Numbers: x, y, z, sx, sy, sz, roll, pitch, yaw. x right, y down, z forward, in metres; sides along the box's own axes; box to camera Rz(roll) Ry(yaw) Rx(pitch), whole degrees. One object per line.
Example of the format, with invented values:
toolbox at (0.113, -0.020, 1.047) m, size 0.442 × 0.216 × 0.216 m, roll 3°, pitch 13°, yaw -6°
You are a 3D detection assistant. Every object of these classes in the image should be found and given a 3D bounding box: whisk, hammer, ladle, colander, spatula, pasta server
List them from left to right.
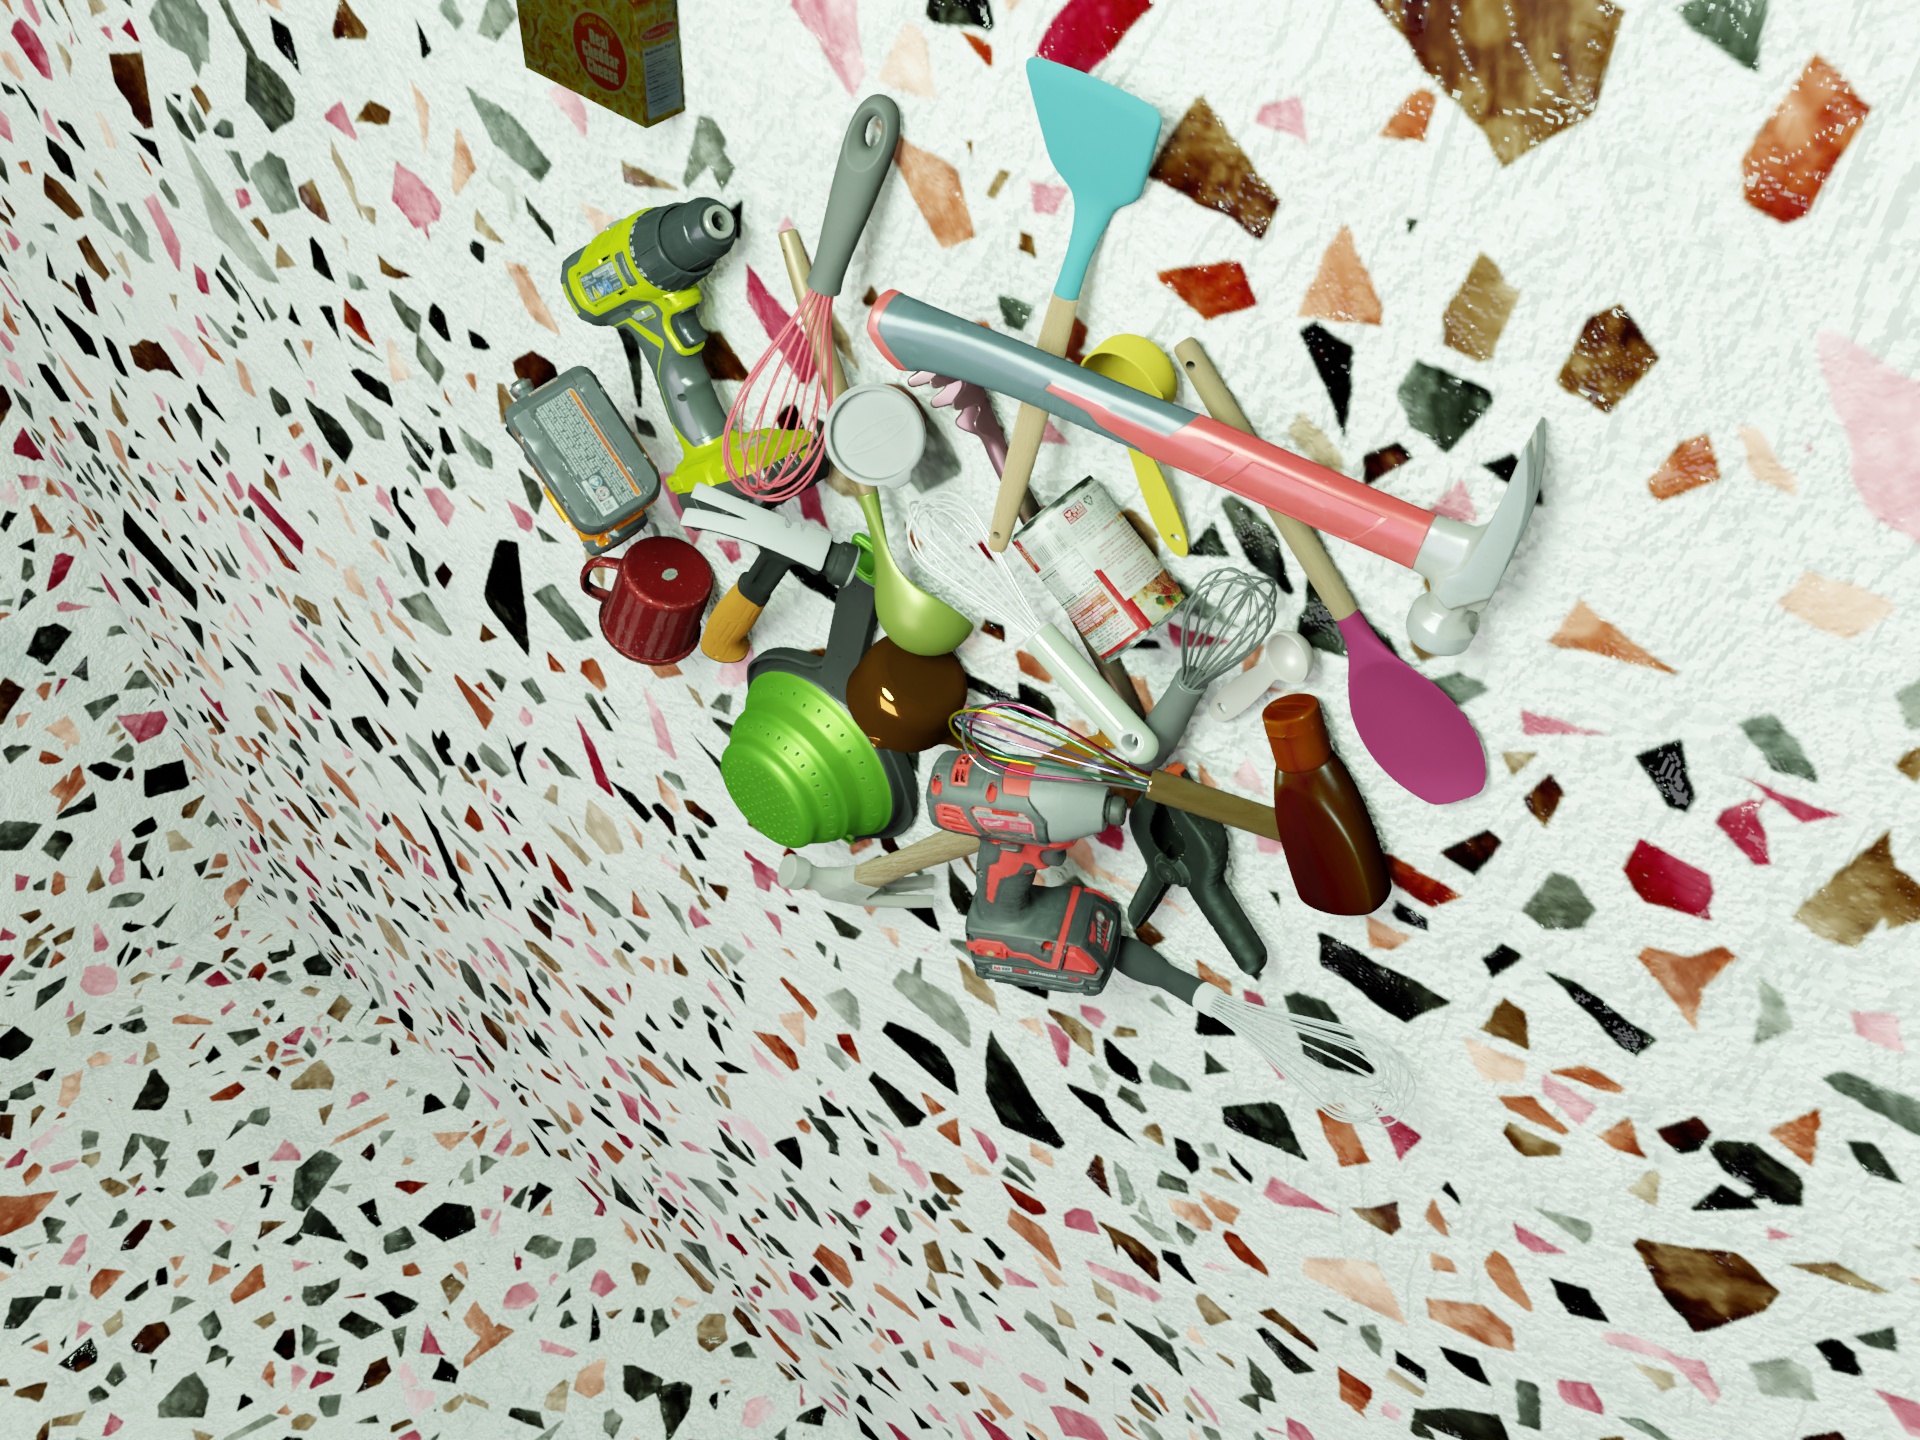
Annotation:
hammer at (-0.177, -0.101, 1.271) m, size 0.127 × 0.034 × 0.337 m, roll 21°, pitch 164°, yaw -12°
colander at (-0.127, -0.002, 1.333) m, size 0.204 × 0.094 × 0.396 m, roll 40°, pitch 146°, yaw 15°
whisk at (-0.094, -0.264, 1.033) m, size 0.073 × 0.073 × 0.295 m, roll 38°, pitch 130°, yaw 17°
ladle at (-0.063, -0.192, 1.130) m, size 0.078 × 0.062 × 0.320 m, roll 18°, pitch 130°, yaw 58°
hammer at (-0.011, 0.105, 1.319) m, size 0.130 × 0.031 × 0.331 m, roll 19°, pitch 152°, yaw -33°
pasta server at (0.045, -0.124, 1.062) m, size 0.316 × 0.040 × 0.060 m, roll 60°, pitch 172°, yaw -19°
whisk at (0.048, -0.064, 1.084) m, size 0.246 × 0.059 × 0.057 m, roll 48°, pitch 115°, yaw 12°
spatula at (0.049, -0.223, 0.931) m, size 0.082 × 0.044 × 0.317 m, roll 30°, pitch 133°, yaw 17°
whisk at (0.108, 0.037, 1.087) m, size 0.245 × 0.051 × 0.047 m, roll 18°, pitch 117°, yaw 7°
hammer at (0.120, -0.169, 0.875) m, size 0.386 × 0.038 × 0.143 m, roll 27°, pitch 140°, yaw 16°
whisk at (0.148, -0.024, 1.034) m, size 0.055 × 0.055 × 0.238 m, roll 41°, pitch 150°, yaw 13°
whisk at (0.212, 0.224, 1.196) m, size 0.285 × 0.070 × 0.070 m, roll 24°, pitch 139°, yaw 41°

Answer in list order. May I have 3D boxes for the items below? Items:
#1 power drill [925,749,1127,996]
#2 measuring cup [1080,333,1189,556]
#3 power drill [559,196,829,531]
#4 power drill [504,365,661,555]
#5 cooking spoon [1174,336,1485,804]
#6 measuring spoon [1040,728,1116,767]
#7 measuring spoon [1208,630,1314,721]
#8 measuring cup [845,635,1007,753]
power drill at (0.060, 0.111, 1.193) m, size 0.143 × 0.079 × 0.219 m, roll 6°, pitch 138°, yaw 17°
measuring cup at (0.117, -0.165, 0.958) m, size 0.062 × 0.029 × 0.156 m, roll 16°, pitch 146°, yaw 40°
power drill at (-0.188, -0.263, 1.165) m, size 0.191 × 0.080 × 0.228 m, roll -2°, pitch 119°, yaw 51°
power drill at (-0.320, -0.222, 1.310) m, size 0.164 × 0.084 × 0.226 m, roll 58°, pitch 169°, yaw -10°
cooking spoon at (0.212, -0.083, 0.924) m, size 0.069 × 0.017 × 0.318 m, roll -23°, pitch 104°, yaw 45°
measuring spoon at (0.089, 0.022, 1.185) m, size 0.021 × 0.011 × 0.117 m, roll 53°, pitch 150°, yaw -4°
measuring spoon at (0.191, -0.026, 1.014) m, size 0.034 × 0.018 × 0.124 m, roll 59°, pitch 155°, yaw 8°
measuring cup at (-0.002, -0.004, 1.215) m, size 0.173 × 0.095 × 0.052 m, roll 30°, pitch 141°, yaw -4°
